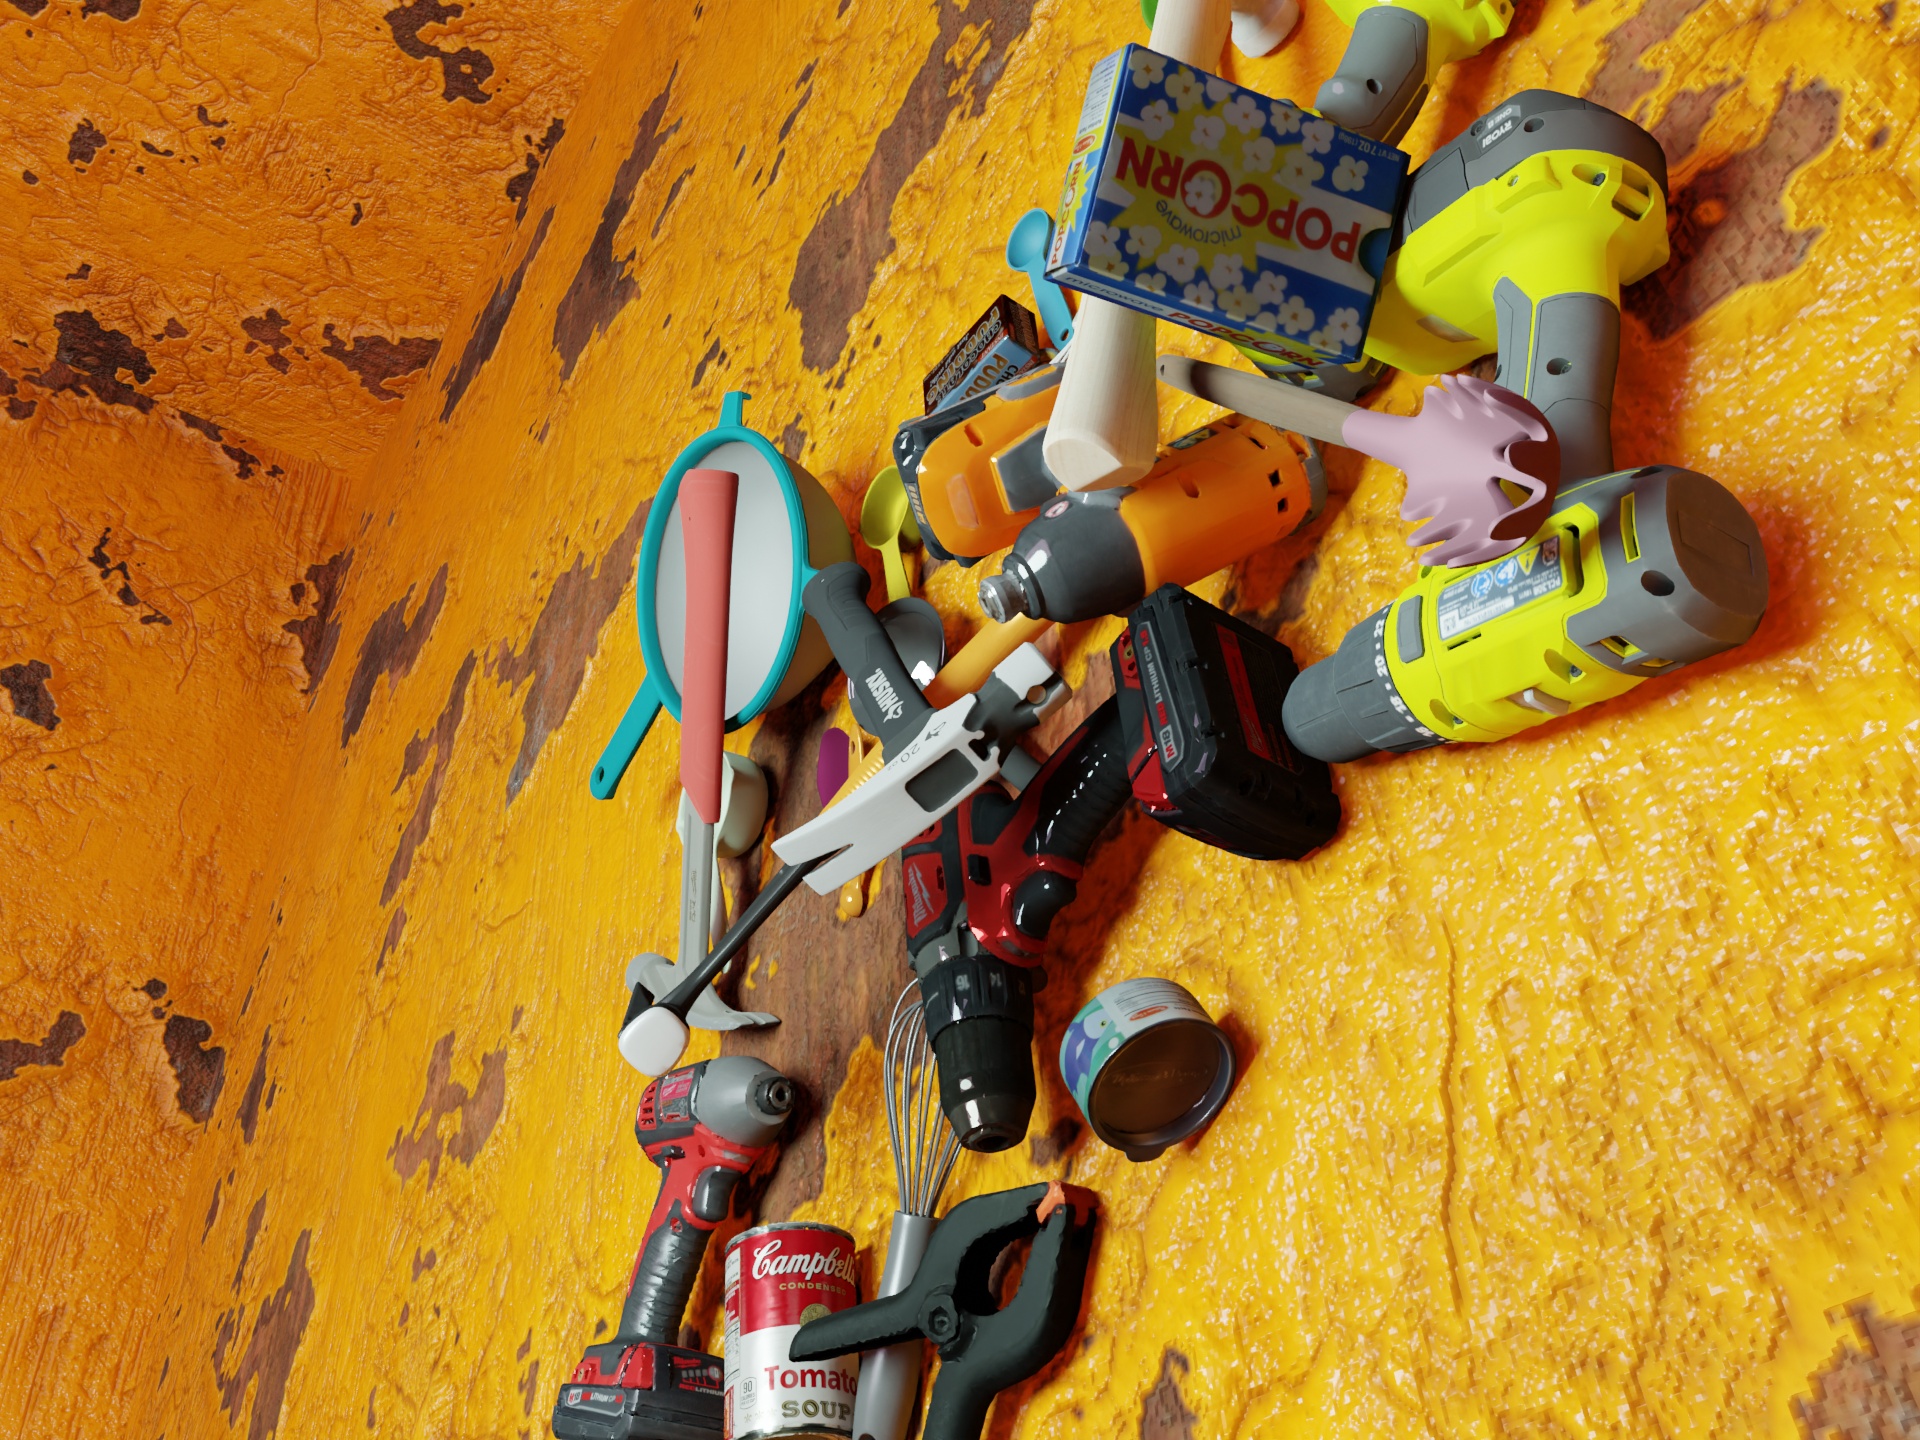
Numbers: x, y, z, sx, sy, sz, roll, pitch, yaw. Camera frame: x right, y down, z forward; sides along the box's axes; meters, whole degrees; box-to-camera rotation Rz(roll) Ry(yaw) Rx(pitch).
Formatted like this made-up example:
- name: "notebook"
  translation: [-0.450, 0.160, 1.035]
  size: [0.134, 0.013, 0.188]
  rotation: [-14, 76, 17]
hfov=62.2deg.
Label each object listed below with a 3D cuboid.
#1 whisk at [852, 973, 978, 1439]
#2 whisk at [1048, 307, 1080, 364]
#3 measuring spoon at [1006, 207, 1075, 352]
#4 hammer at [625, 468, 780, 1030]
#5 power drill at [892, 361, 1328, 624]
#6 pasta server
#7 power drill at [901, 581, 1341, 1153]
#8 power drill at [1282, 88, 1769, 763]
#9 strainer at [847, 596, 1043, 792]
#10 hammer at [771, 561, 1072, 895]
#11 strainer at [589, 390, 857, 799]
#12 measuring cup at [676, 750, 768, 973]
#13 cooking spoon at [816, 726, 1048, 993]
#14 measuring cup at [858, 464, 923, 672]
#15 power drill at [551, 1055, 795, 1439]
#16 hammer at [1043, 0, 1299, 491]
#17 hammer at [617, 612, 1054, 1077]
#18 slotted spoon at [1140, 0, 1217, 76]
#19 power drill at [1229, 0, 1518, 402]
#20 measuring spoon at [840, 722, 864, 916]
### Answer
- name: "whisk"
  translation: [-0.024, 0.241, 0.769]
  size: [0.055, 0.055, 0.239]
  rotation: [-11, 66, 56]
- name: "whisk"
  translation: [0.071, -0.218, 0.922]
  size: [0.246, 0.059, 0.058]
  rotation: [-61, 2, 3]
- name: "measuring spoon"
  translation: [0.059, -0.275, 1.012]
  size: [0.042, 0.021, 0.129]
  rotation: [-43, 47, 35]
- name: "hammer"
  translation: [-0.163, 0.017, 1.036]
  size: [0.149, 0.036, 0.359]
  rotation: [3, 91, 50]
- name: "power drill"
  translation: [0.049, -0.108, 0.778]
  size: [0.164, 0.084, 0.227]
  rotation: [-27, 26, -15]
- name: "pasta server"
  translation: [0.134, -0.118, 0.616]
  size: [0.316, 0.040, 0.060]
  rotation: [-130, 44, -65]
- name: "power drill"
  translation: [0.055, 0.069, 0.707]
  size: [0.226, 0.080, 0.188]
  rotation: [-42, 38, 34]
- name: "power drill"
  translation: [0.196, -0.100, 0.606]
  size: [0.190, 0.080, 0.229]
  rotation: [-30, 48, 54]
- name: "strainer"
  translation: [-0.001, -0.003, 0.901]
  size: [0.259, 0.050, 0.087]
  rotation: [42, 108, 53]
- name: "hammer"
  translation: [-0.049, -0.023, 0.830]
  size: [0.146, 0.035, 0.335]
  rotation: [-41, 23, 3]
- name: "strainer"
  translation: [-0.167, -0.053, 1.146]
  size: [0.340, 0.095, 0.211]
  rotation: [-52, 51, 36]
- name: "measuring cup"
  translation: [-0.157, 0.098, 1.098]
  size: [0.083, 0.038, 0.168]
  rotation: [-40, 49, 40]
- name: "cooking spoon"
  translation: [-0.027, 0.077, 0.908]
  size: [0.319, 0.017, 0.068]
  rotation: [-141, 56, -59]
- name: "measuring cup"
  translation: [-0.032, -0.096, 1.037]
  size: [0.062, 0.029, 0.157]
  rotation: [-37, 53, 42]
- name: "power drill"
  translation: [-0.153, 0.302, 0.913]
  size: [0.143, 0.078, 0.220]
  rotation: [-27, 46, 49]
- name: "hammer"
  translation: [0.085, -0.274, 0.757]
  size: [0.038, 0.146, 0.411]
  rotation: [-25, 40, 43]
- name: "hammer"
  translation: [-0.054, 0.043, 0.838]
  size: [0.337, 0.034, 0.127]
  rotation: [-48, 7, -6]
- name: "slotted spoon"
  translation: [0.137, -0.352, 0.906]
  size: [0.070, 0.031, 0.314]
  rotation: [-26, 48, 36]
- name: "power drill"
  translation: [0.155, -0.275, 0.695]
  size: [0.080, 0.171, 0.223]
  rotation: [15, 80, 51]
- name: "measuring spoon"
  translation: [-0.066, 0.060, 0.956]
  size: [0.021, 0.011, 0.117]
  rotation: [-179, 90, -64]
